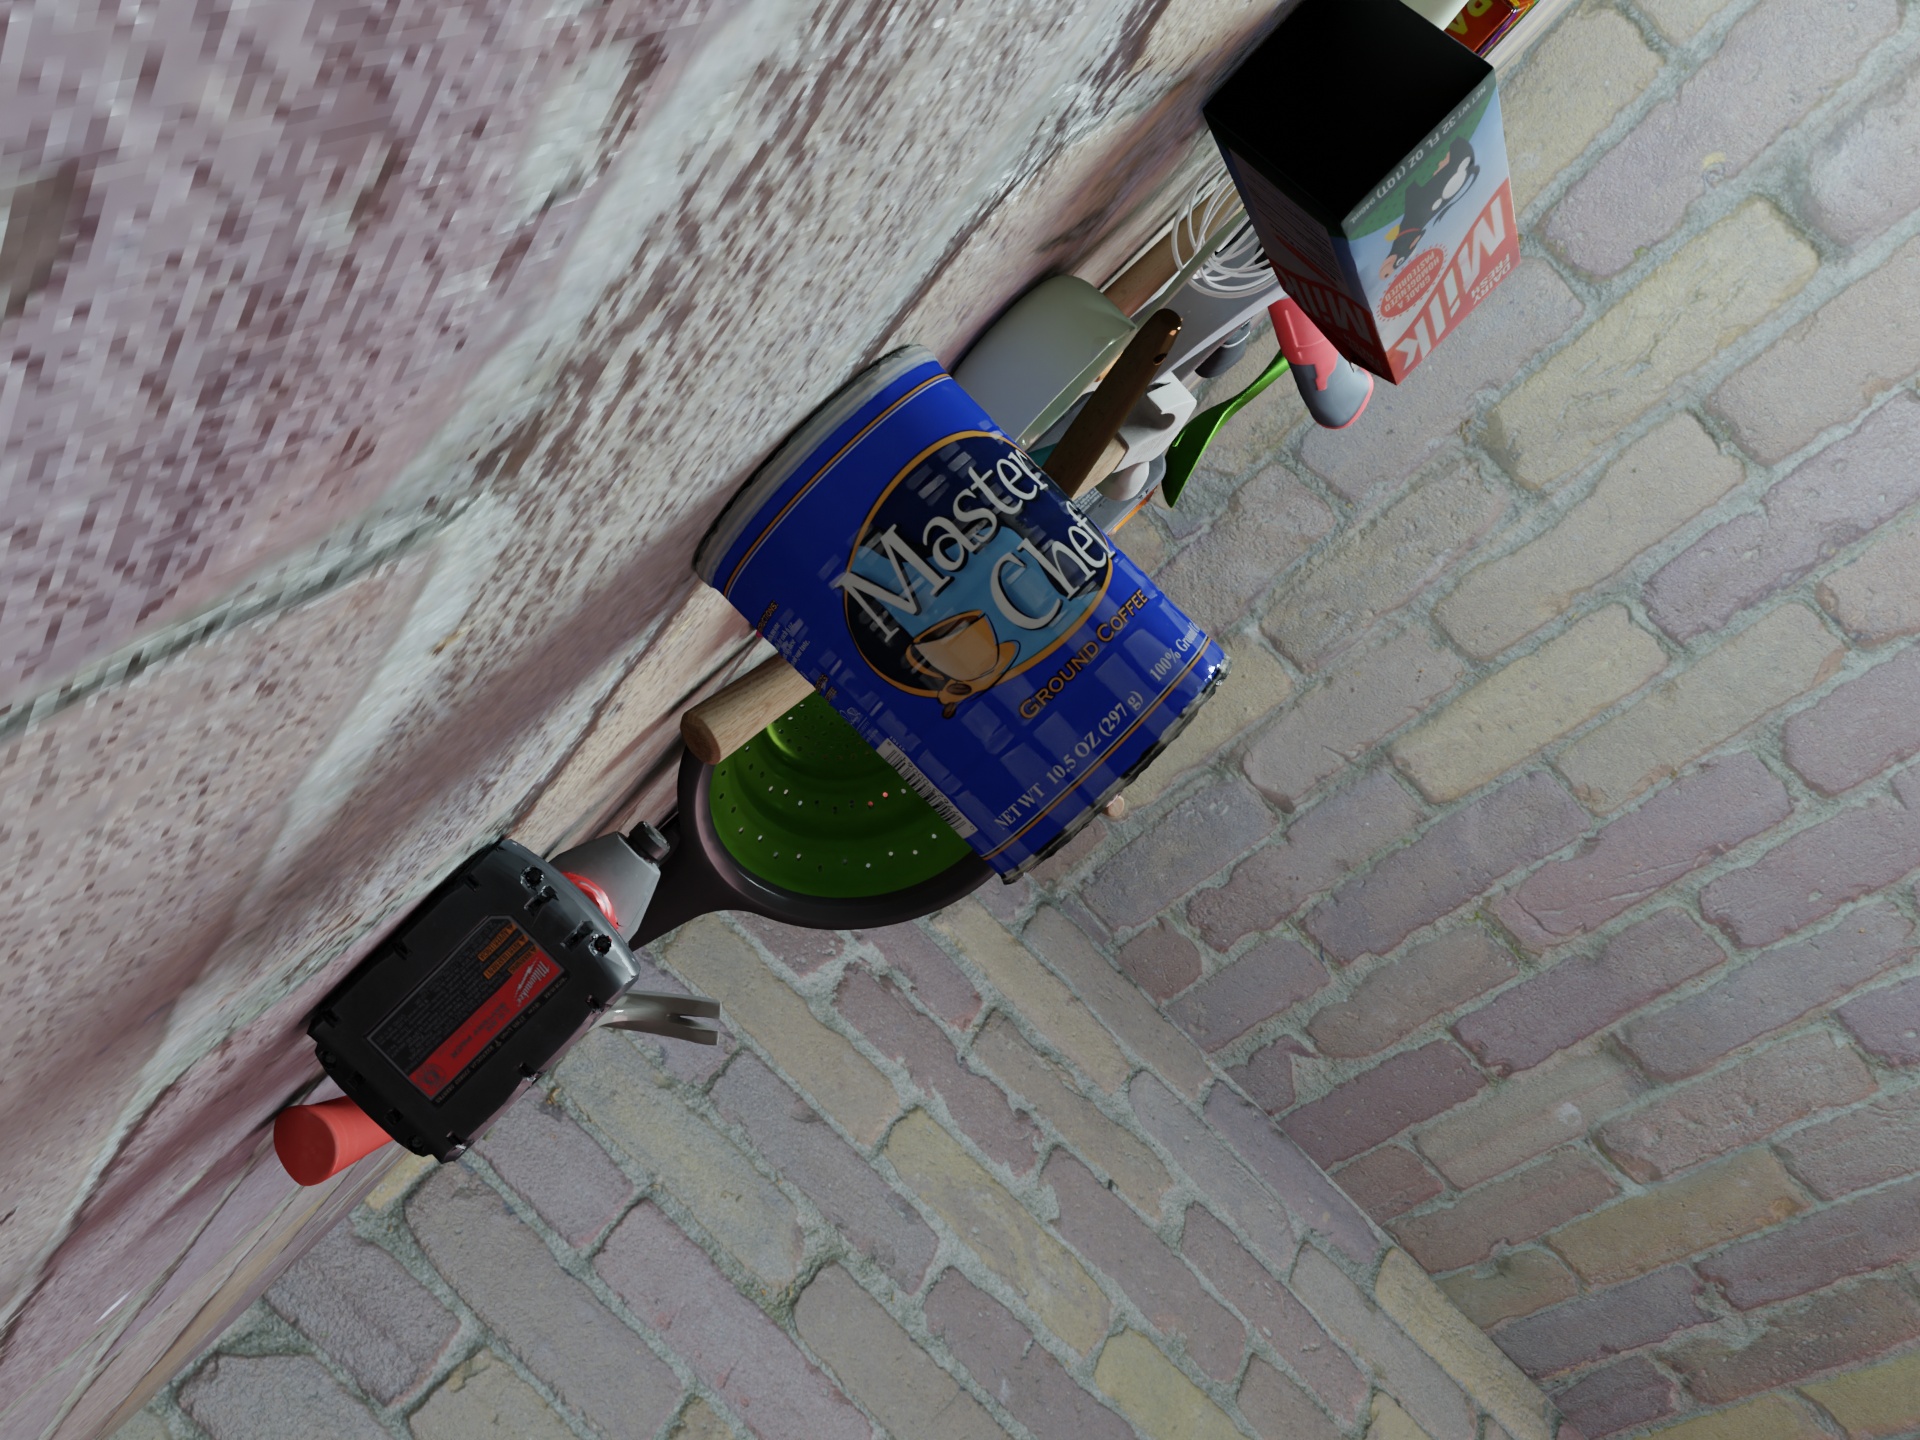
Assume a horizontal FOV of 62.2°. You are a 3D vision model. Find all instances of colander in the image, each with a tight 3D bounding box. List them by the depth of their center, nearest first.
[{"bbox_3d":[-0.130,0.055,0.919,0.397,0.204,0.095,-29,-142,9],"label":"colander"}]

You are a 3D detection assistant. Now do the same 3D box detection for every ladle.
[{"bbox_3d":[0.021,-0.073,0.702,0.069,0.031,0.315,-21,162,-31],"label":"ladle"}]

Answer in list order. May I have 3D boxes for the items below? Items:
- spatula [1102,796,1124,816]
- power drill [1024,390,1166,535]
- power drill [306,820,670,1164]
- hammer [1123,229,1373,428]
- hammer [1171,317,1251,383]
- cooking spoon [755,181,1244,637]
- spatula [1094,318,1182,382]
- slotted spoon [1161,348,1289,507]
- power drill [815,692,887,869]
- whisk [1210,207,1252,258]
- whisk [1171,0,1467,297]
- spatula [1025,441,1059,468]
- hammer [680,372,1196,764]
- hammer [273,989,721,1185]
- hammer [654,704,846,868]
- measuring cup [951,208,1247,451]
[{"bbox_3d":[-0.002,-0.003,0.996,0.060,0.018,0.316,-54,-141,-5],"label":"spatula"},{"bbox_3d":[0.045,-0.135,1.100,0.164,0.084,0.226,-44,-176,-8],"label":"power drill"},{"bbox_3d":[-0.194,0.106,0.714,0.143,0.078,0.219,-45,-176,-4],"label":"power drill"},{"bbox_3d":[0.188,-0.207,0.907,0.143,0.038,0.386,-32,171,14],"label":"hammer"},{"bbox_3d":[0.183,-0.262,1.080,0.149,0.036,0.409,-36,-177,9],"label":"hammer"},{"bbox_3d":[0.024,-0.146,0.731,0.319,0.017,0.069,-44,-179,-5],"label":"cooking spoon"},{"bbox_3d":[0.173,-0.300,1.051,0.322,0.041,0.081,-40,179,-35],"label":"spatula"},{"bbox_3d":[0.235,-0.261,1.050,0.314,0.031,0.070,-46,175,-6],"label":"slotted spoon"},{"bbox_3d":[-0.034,0.028,1.110,0.226,0.080,0.188,-24,-121,46],"label":"power drill"},{"bbox_3d":[0.242,-0.345,0.994,0.296,0.073,0.073,-37,176,-33],"label":"whisk"},{"bbox_3d":[0.180,-0.283,0.673,0.246,0.059,0.057,-50,163,13],"label":"whisk"},{"bbox_3d":[-0.039,-0.071,0.948,0.317,0.044,0.082,-43,173,11],"label":"spatula"},{"bbox_3d":[-0.002,-0.082,0.796,0.331,0.031,0.130,-37,171,-26],"label":"hammer"},{"bbox_3d":[-0.265,0.200,0.921,0.359,0.149,0.037,-4,98,-80],"label":"hammer"},{"bbox_3d":[-0.133,0.030,1.099,0.146,0.035,0.334,-45,-174,-41],"label":"hammer"},{"bbox_3d":[0.055,-0.164,0.620,0.167,0.038,0.083,-47,-178,-25],"label":"measuring cup"}]
